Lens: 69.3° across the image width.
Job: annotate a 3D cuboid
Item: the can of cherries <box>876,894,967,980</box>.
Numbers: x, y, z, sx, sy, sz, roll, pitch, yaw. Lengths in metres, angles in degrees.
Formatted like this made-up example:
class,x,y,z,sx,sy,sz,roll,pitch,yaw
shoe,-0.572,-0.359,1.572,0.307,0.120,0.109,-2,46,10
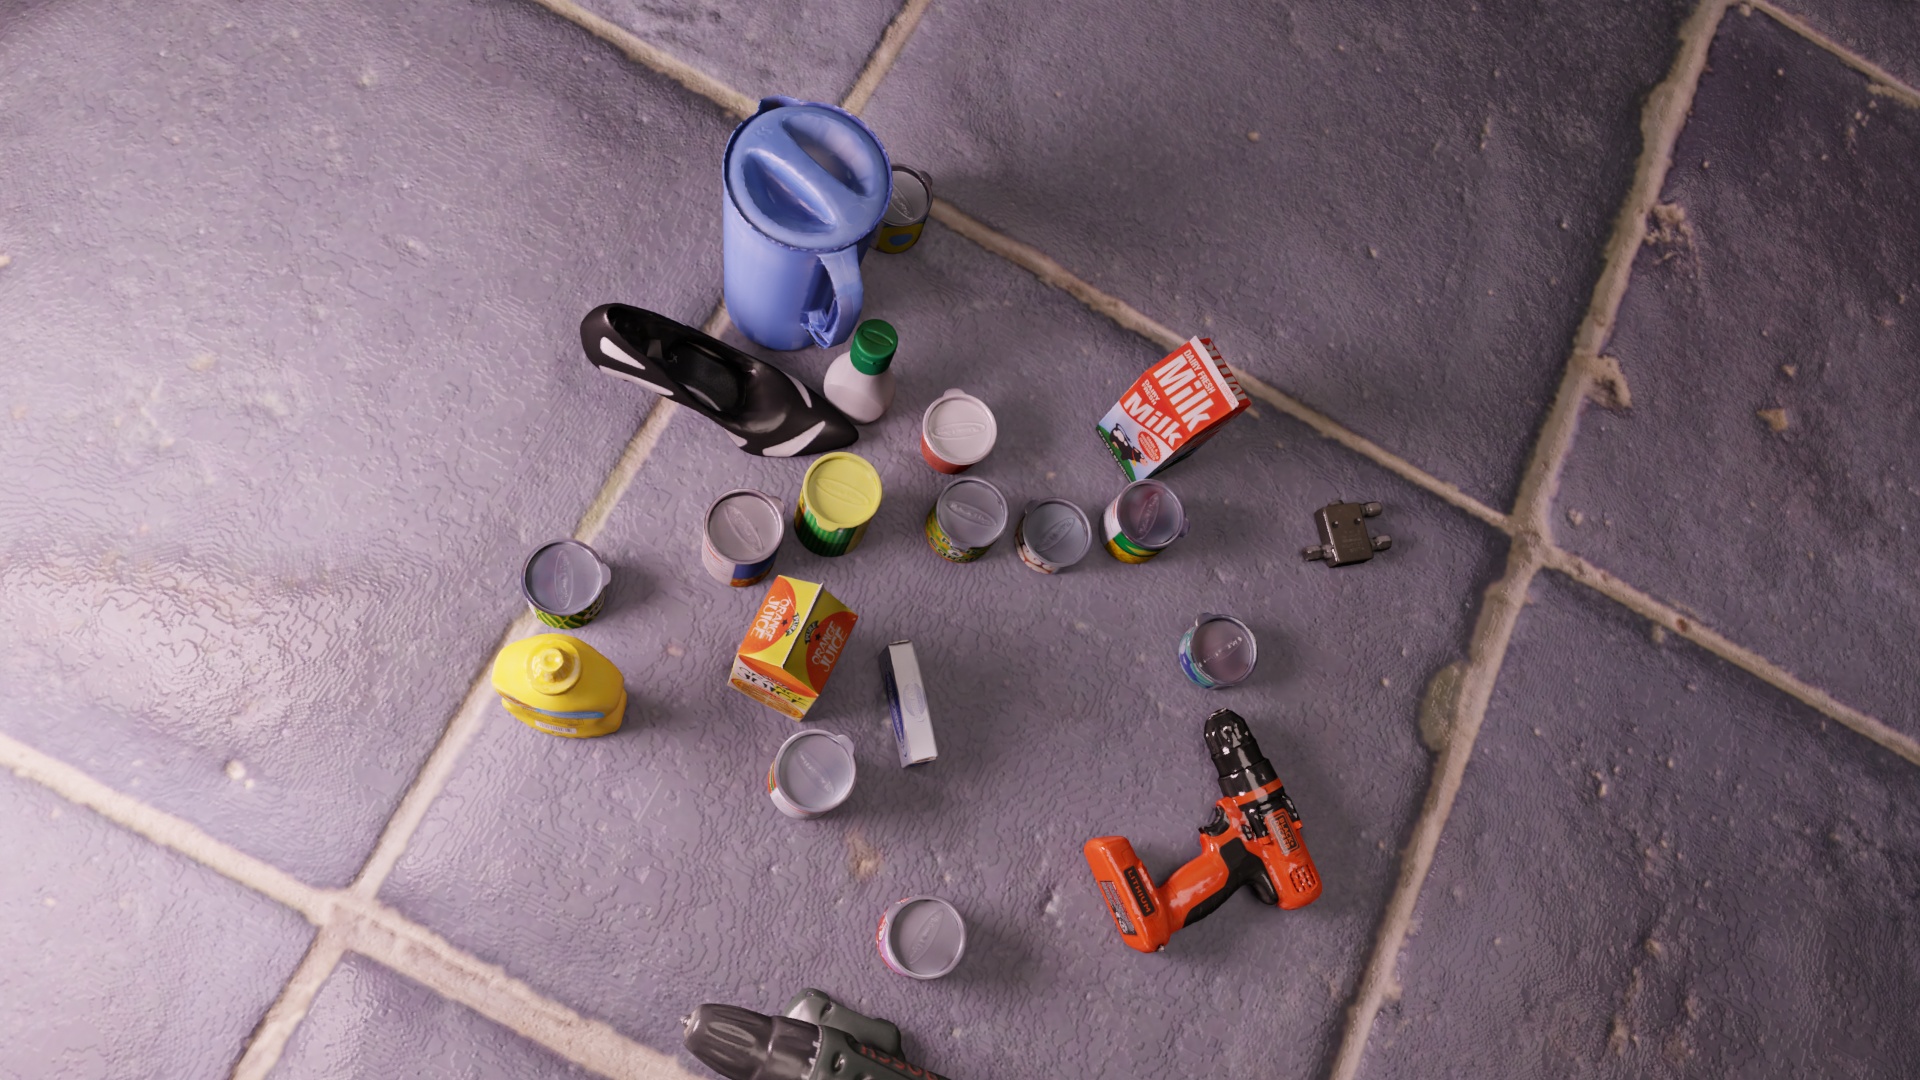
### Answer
class,x,y,z,sx,sy,sz,roll,pitch,yaw
can of cherries,-0.034,0.322,1.137,0.071,0.058,0.071,3,74,-11

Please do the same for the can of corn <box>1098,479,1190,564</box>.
class,x,y,z,sx,sy,sz,roll,pitch,yaw
can of corn,0.169,-0.015,1.281,0.071,0.058,0.071,3,74,-11

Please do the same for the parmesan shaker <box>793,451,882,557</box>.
class,x,y,z,sx,sy,sz,roll,pitch,yaw
parmesan shaker,-0.109,-0.027,1.200,0.071,0.102,0.071,3,74,-11

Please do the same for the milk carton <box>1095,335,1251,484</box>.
class,x,y,z,sx,sy,sz,roll,pitch,yaw
milk carton,0.195,-0.118,1.247,0.074,0.190,0.072,-29,82,-18

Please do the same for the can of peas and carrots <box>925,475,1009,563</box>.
class,x,y,z,sx,sy,sz,roll,pitch,yaw
can of peas and carrots,0.004,-0.016,1.245,0.071,0.058,0.071,3,74,-11

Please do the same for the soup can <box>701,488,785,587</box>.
class,x,y,z,sx,sy,sz,roll,pitch,yaw
soup can,-0.184,-0.002,1.186,0.071,0.083,0.071,3,74,-11

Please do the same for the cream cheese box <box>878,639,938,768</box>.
class,x,y,z,sx,sy,sz,roll,pitch,yaw
cream cheese box,-0.045,0.141,1.191,0.024,0.053,0.104,-9,76,-15

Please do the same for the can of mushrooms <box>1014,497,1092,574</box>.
class,x,y,z,sx,sy,sz,roll,pitch,yaw
can of mushrooms,0.083,-0.006,1.272,0.071,0.033,0.071,3,73,-11

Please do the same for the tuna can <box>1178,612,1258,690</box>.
class,x,y,z,sx,sy,sz,roll,pitch,yaw
tuna can,0.235,0.101,1.275,0.071,0.032,0.071,3,73,-11

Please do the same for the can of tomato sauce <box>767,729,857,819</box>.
class,x,y,z,sx,sy,sz,roll,pitch,yaw
can of tomato sauce,-0.122,0.192,1.143,0.071,0.083,0.071,3,74,-11

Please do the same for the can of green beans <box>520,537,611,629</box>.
class,x,y,z,sx,sy,sz,roll,pitch,yaw
can of green beans,-0.329,0.037,1.157,0.071,0.057,0.071,3,74,-11

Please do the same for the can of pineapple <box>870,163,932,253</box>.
class,x,y,z,sx,sy,sz,roll,pitch,yaw
can of pineapple,-0.062,-0.315,1.319,0.071,0.057,0.071,3,74,-11

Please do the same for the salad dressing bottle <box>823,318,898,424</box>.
class,x,y,z,sx,sy,sz,roll,pitch,yaw
salad dressing bottle,-0.083,-0.147,1.217,0.064,0.147,0.044,23,71,-5

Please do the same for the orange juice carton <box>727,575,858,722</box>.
class,x,y,z,sx,sy,sz,roll,pitch,yaw
orange juice carton,-0.135,0.086,1.113,0.073,0.192,0.072,27,71,-4

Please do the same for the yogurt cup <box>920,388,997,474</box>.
class,x,y,z,sx,sy,sz,roll,pitch,yaw
yogurt cup,-0.005,-0.094,1.268,0.072,0.053,0.072,3,74,-11
